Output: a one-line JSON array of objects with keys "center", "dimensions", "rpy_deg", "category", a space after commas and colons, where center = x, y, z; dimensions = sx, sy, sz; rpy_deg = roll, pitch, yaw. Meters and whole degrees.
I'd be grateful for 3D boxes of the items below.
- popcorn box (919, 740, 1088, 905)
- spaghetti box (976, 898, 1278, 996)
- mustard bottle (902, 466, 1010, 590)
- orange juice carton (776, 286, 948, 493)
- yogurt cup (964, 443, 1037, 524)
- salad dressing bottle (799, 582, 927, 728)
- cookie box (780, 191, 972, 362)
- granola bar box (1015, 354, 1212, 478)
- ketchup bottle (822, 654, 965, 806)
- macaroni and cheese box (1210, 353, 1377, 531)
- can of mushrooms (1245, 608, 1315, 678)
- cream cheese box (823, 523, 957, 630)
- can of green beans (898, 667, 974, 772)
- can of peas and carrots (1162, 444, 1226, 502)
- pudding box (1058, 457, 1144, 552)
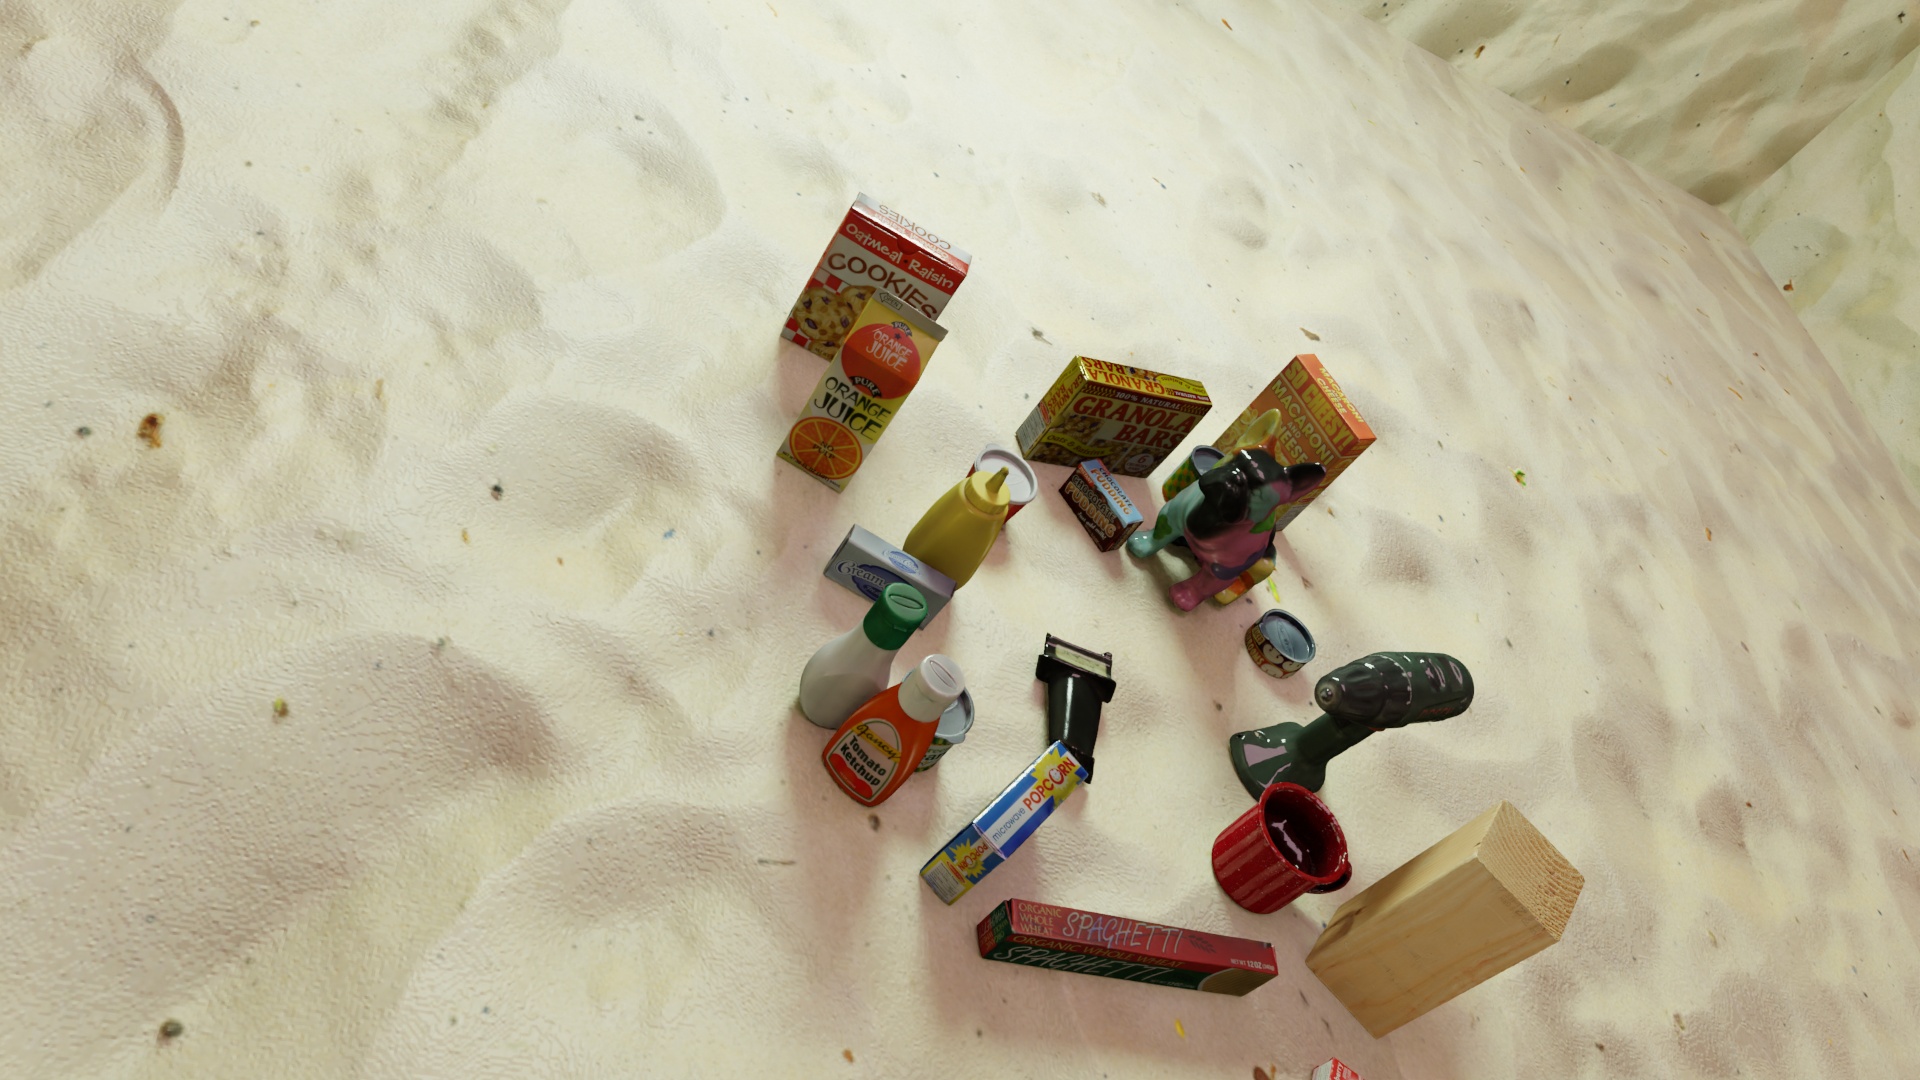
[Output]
[{"center": [0.034, 0.216, 1.067], "dimensions": [0.038, 0.084, 0.127], "rpy_deg": [46, 41, 9], "category": "popcorn box"}, {"center": [0.132, 0.316, 1.073], "dimensions": [0.250, 0.050, 0.029], "rpy_deg": [16, 46, -24], "category": "spaghetti box"}, {"center": [0.004, -0.015, 1.198], "dimensions": [0.065, 0.159, 0.049], "rpy_deg": [18, 45, -22], "category": "mustard bottle"}, {"center": [-0.084, -0.138, 1.221], "dimensions": [0.072, 0.191, 0.073], "rpy_deg": [31, 41, -9], "category": "orange juice carton"}, {"center": [0.032, -0.047, 1.328], "dimensions": [0.072, 0.053, 0.073], "rpy_deg": [20, 44, -20], "category": "yogurt cup"}, {"center": [-0.073, 0.088, 1.057], "dimensions": [0.064, 0.147, 0.044], "rpy_deg": [20, 44, -21], "category": "salad dressing bottle"}, {"center": [-0.082, -0.234, 1.329], "dimensions": [0.123, 0.166, 0.040], "rpy_deg": [27, 42, -13], "category": "cookie box"}, {"center": [0.159, -0.124, 1.437], "dimensions": [0.166, 0.123, 0.039], "rpy_deg": [7, 50, -32], "category": "granola bar box"}, {"center": [-0.047, 0.138, 1.031], "dimensions": [0.065, 0.148, 0.044], "rpy_deg": [45, 41, 7], "category": "ketchup bottle"}, {"center": [0.363, -0.107, 1.536], "dimensions": [0.040, 0.165, 0.124], "rpy_deg": [-8, 59, -40], "category": "macaroni and cheese box"}, {"center": [0.324, 0.105, 1.417], "dimensions": [0.071, 0.033, 0.071], "rpy_deg": [20, 44, -20], "category": "can of mushrooms"}, {"center": [-0.061, 0.032, 1.189], "dimensions": [0.104, 0.053, 0.024], "rpy_deg": [30, 41, -9], "category": "cream cheese box"}, {"center": [-0.031, 0.143, 1.107], "dimensions": [0.071, 0.057, 0.071], "rpy_deg": [20, 44, -20], "category": "can of green beans"}, {"center": [0.262, -0.058, 1.501], "dimensions": [0.071, 0.058, 0.071], "rpy_deg": [20, 44, -20], "category": "can of peas and carrots"}, {"center": [0.142, -0.036, 1.401], "dimensions": [0.030, 0.049, 0.084], "rpy_deg": [-14, 63, -43], "category": "pudding box"}]
